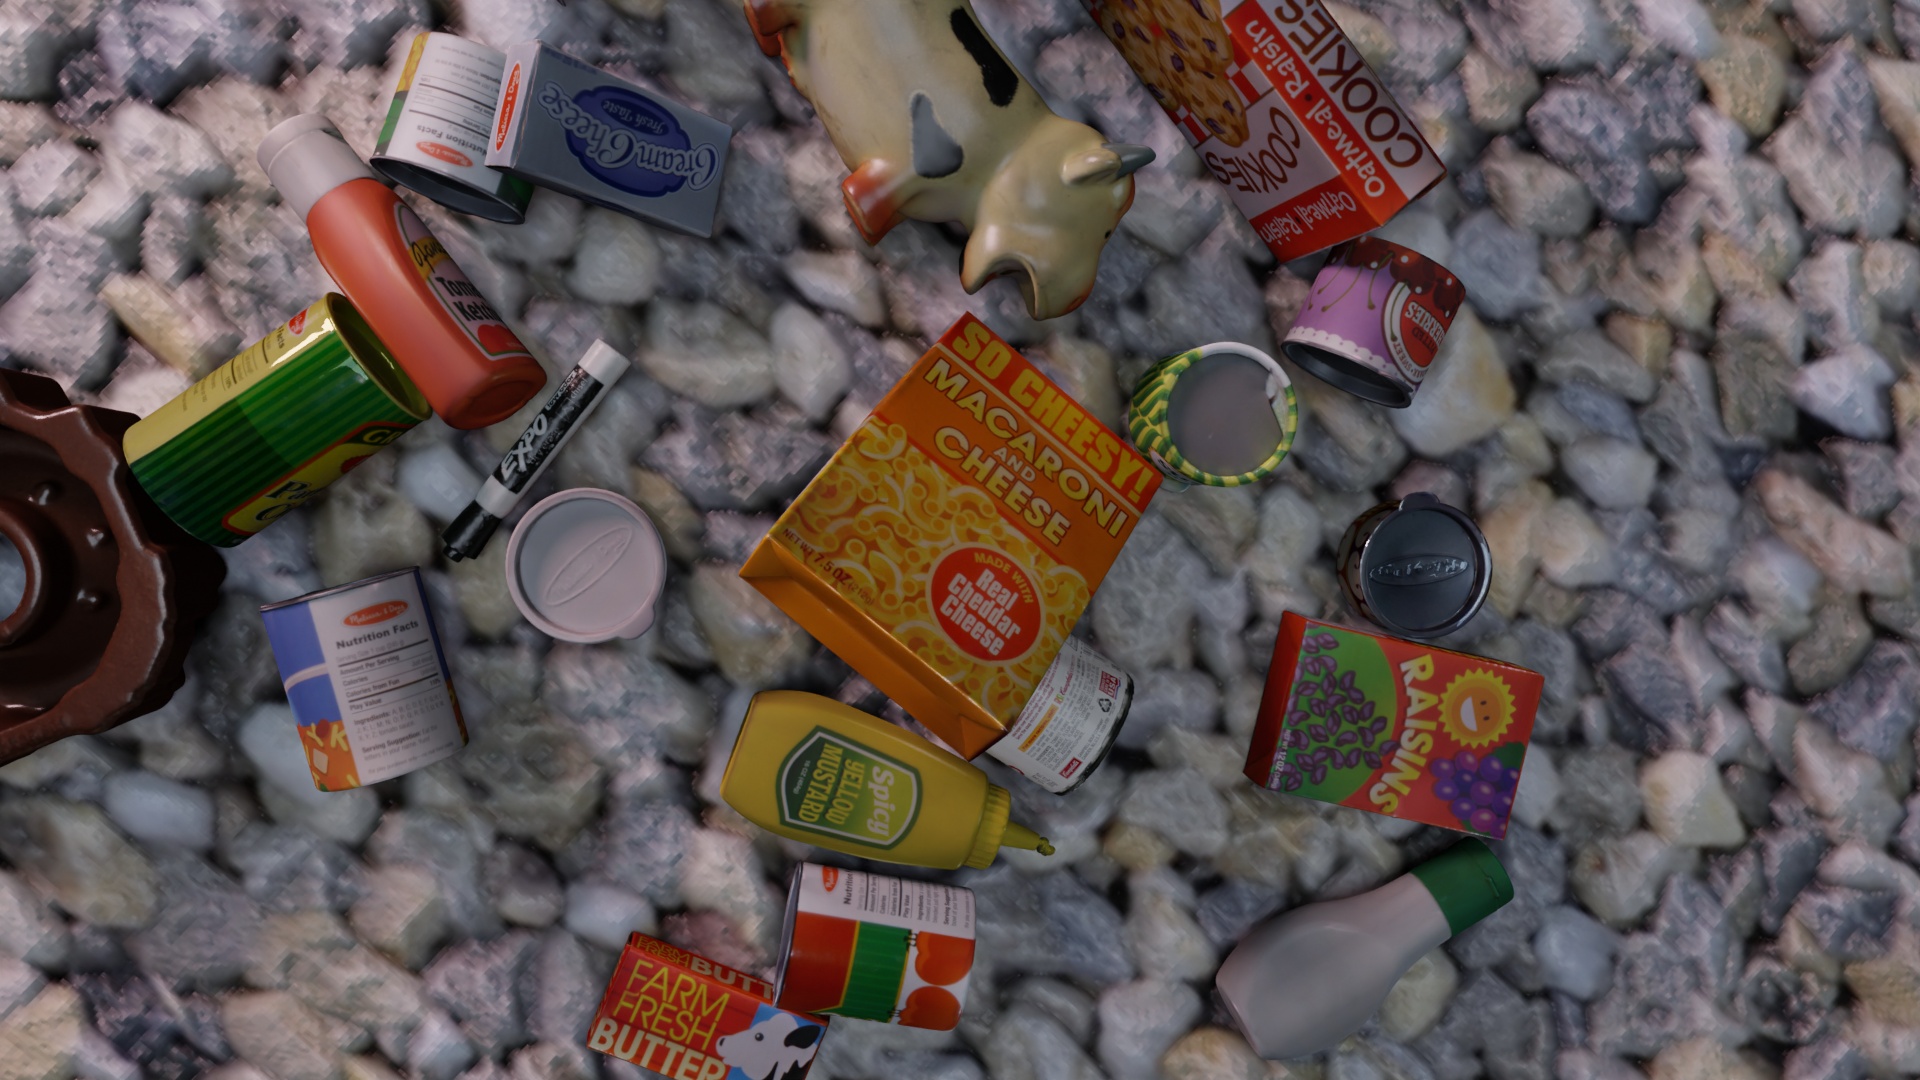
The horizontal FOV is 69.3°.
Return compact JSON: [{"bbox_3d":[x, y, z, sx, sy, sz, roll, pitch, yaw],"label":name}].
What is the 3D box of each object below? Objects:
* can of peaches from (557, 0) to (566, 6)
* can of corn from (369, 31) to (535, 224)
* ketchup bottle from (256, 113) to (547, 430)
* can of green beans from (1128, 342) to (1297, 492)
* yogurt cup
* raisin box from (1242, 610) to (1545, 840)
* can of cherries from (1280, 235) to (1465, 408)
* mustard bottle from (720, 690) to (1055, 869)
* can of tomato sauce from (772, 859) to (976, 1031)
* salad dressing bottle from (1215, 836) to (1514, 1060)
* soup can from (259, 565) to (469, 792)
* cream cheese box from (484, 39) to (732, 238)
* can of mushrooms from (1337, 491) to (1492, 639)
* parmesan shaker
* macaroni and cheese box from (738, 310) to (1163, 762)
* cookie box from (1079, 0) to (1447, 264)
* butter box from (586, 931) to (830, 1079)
[{"bbox_3d":[-0.174,-0.279,0.601,0.058,0.071,0.071,-42,97,-3],"label":"can of peaches"},{"bbox_3d":[-0.212,-0.177,0.602,0.071,0.071,0.058,18,86,-7],"label":"can of corn"},{"bbox_3d":[-0.246,-0.117,0.605,0.043,0.065,0.149,-39,88,8],"label":"ketchup bottle"},{"bbox_3d":[0.117,-0.058,0.649,0.071,0.058,0.071,0,94,-6],"label":"can of green beans"},{"bbox_3d":[-0.164,0.010,0.623,0.072,0.054,0.072,0,93,-6],"label":"yogurt cup"},{"bbox_3d":[0.210,0.090,0.677,0.123,0.040,0.086,13,91,-6],"label":"raisin box"},{"bbox_3d":[0.195,-0.102,0.649,0.071,0.071,0.058,28,89,-7],"label":"can of cherries"},{"bbox_3d":[-0.028,0.119,0.647,0.160,0.049,0.065,19,93,-7],"label":"mustard bottle"},{"bbox_3d":[-0.040,0.189,0.641,0.083,0.071,0.071,11,92,-7],"label":"can of tomato sauce"},{"bbox_3d":[0.199,0.197,0.680,0.148,0.044,0.064,-29,94,-5],"label":"salad dressing bottle"},{"bbox_3d":[-0.262,0.060,0.611,0.071,0.071,0.083,-15,96,-5],"label":"soup can"},{"bbox_3d":[-0.149,-0.170,0.600,0.104,0.024,0.053,11,92,-48],"label":"cream cheese box"},{"bbox_3d":[0.220,0.011,0.677,0.071,0.033,0.071,0,94,-6],"label":"can of mushrooms"},{"bbox_3d":[-0.292,-0.052,0.600,0.103,0.071,0.071,-34,96,0],"label":"parmesan shaker"},{"bbox_3d":[0.002,-0.008,0.602,0.123,0.040,0.167,40,51,-4],"label":"macaroni and cheese box"},{"bbox_3d":[0.126,-0.204,0.609,0.040,0.123,0.167,-40,97,-1],"label":"cookie box"},{"bbox_3d":[-0.119,0.229,0.655,0.103,0.024,0.053,24,91,-7],"label":"butter box"}]
